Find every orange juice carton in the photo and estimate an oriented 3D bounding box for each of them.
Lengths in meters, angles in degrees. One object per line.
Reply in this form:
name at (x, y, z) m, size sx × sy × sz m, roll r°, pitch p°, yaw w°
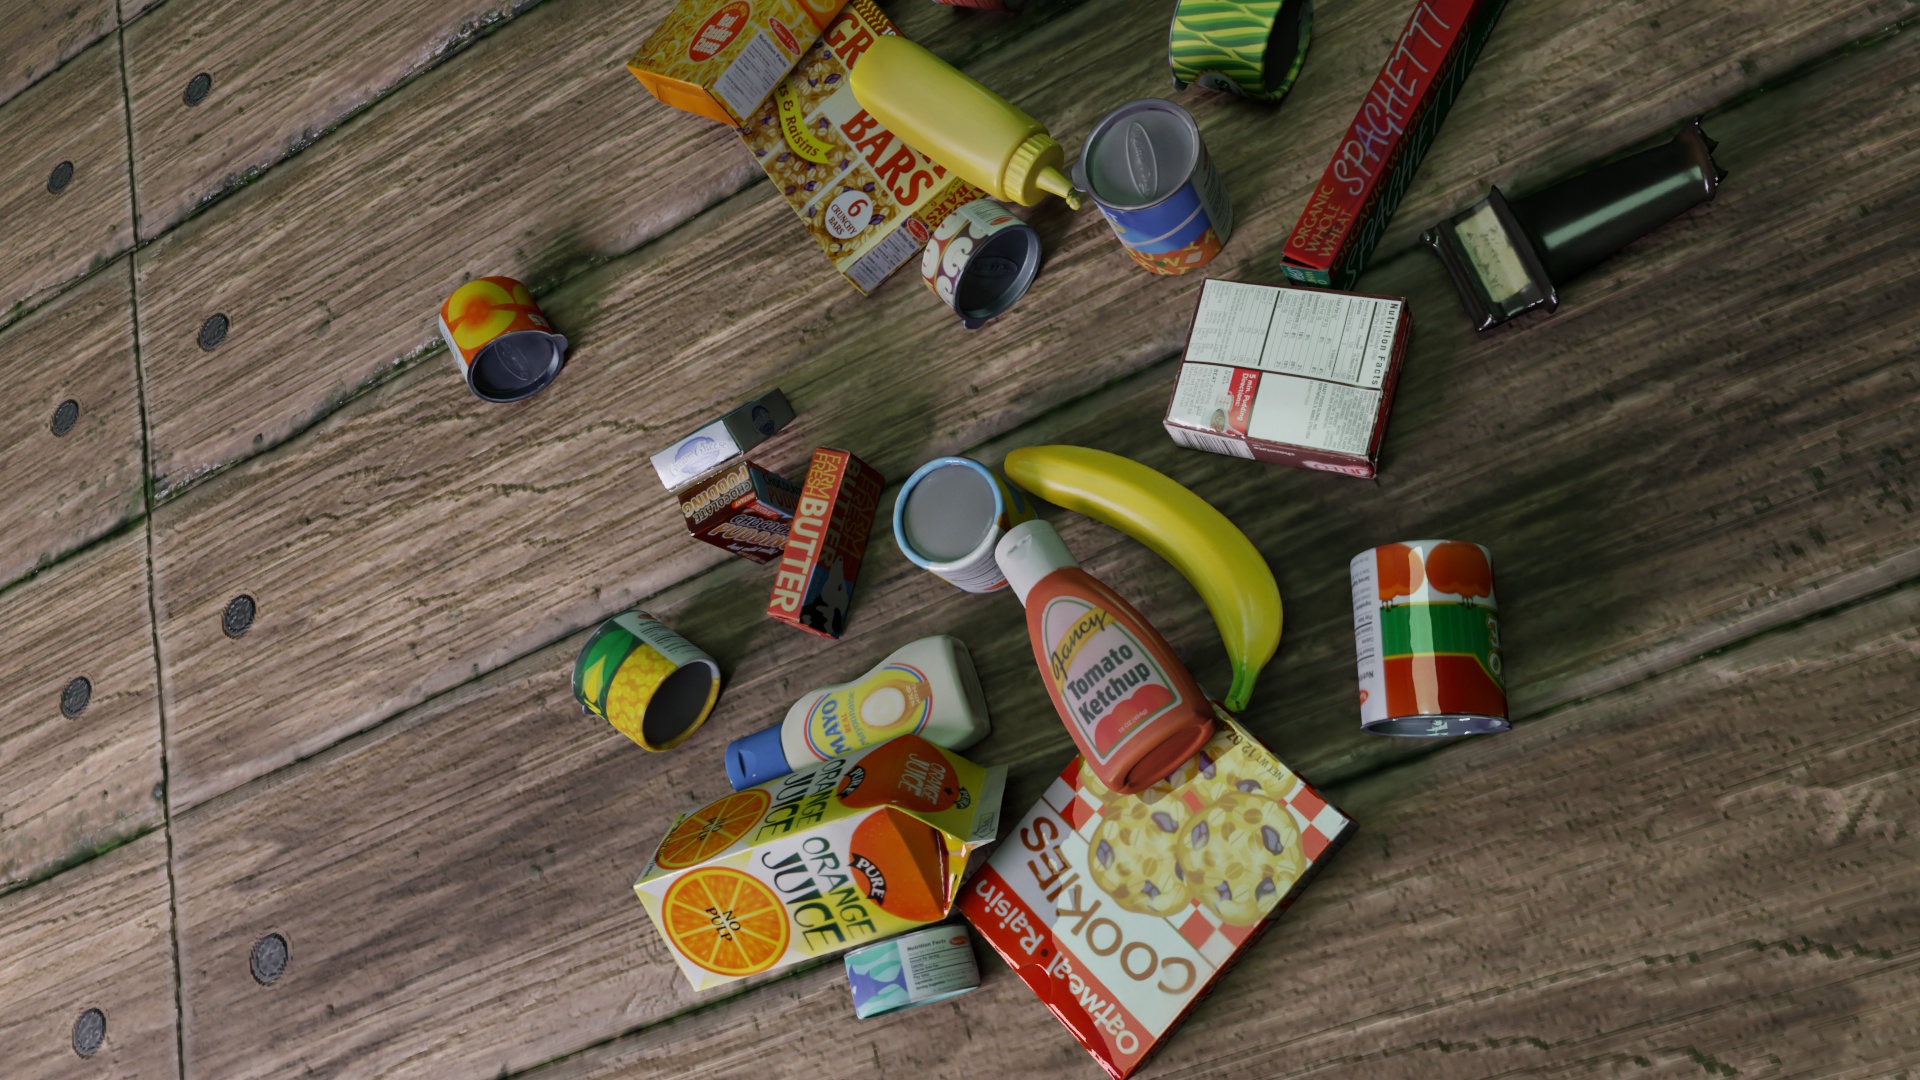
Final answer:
orange juice carton at (-0.064, 0.163, 0.728) m, size 0.192 × 0.072 × 0.073 m, roll -21°, pitch 107°, yaw 16°

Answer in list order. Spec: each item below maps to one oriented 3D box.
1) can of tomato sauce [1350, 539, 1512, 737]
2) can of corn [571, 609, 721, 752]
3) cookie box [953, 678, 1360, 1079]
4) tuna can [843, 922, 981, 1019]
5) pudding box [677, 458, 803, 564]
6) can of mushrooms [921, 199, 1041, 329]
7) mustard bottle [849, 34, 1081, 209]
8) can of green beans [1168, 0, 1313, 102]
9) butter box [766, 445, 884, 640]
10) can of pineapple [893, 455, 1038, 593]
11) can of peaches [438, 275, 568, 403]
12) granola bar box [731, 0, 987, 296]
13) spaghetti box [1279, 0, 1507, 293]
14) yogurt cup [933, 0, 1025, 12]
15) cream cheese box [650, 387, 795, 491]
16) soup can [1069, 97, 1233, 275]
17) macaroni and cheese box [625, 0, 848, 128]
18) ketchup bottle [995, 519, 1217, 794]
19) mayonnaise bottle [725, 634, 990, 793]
can of tomato sauce at (0.223, 0.048, 0.657) m, size 0.071 × 0.071 × 0.083 m, roll -6°, pitch 72°, yaw 22°
can of corn at (-0.186, 0.085, 0.821) m, size 0.058 × 0.071 × 0.071 m, roll 29°, pitch 88°, yaw 27°
cookie box at (0.094, 0.161, 0.692) m, size 0.123 × 0.040 × 0.167 m, roll 42°, pitch 94°, yaw 27°
tuna can at (-0.026, 0.222, 0.713) m, size 0.071 × 0.071 × 0.033 m, roll -22°, pitch 69°, yaw 16°
pudding box at (-0.121, -0.016, 0.813) m, size 0.049 × 0.083 × 0.030 m, roll -27°, pitch 69°, yaw 14°
can of mushrooms at (0.011, -0.161, 0.810) m, size 0.071 × 0.071 × 0.033 m, roll -48°, pitch 63°, yaw 4°
mustard bottle at (0.010, -0.230, 0.789) m, size 0.160 × 0.065 × 0.049 m, roll 38°, pitch 94°, yaw 21°
can of green beans at (0.158, -0.285, 0.782) m, size 0.058 × 0.071 × 0.071 m, roll 24°, pitch 86°, yaw 27°
butter box at (-0.077, 0.002, 0.806) m, size 0.024 × 0.053 × 0.103 m, roll 11°, pitch 80°, yaw 24°
can of pineapple at (0.003, -0.010, 0.772) m, size 0.071 × 0.058 × 0.071 m, roll -7°, pitch 73°, yaw 22°
can of peaches at (-0.309, -0.137, 0.940) m, size 0.071 × 0.071 × 0.058 m, roll -40°, pitch 63°, yaw 8°
granola bar box at (-0.061, -0.254, 0.882) m, size 0.124 × 0.039 × 0.166 m, roll -39°, pitch 64°, yaw 8°
spaghetti box at (0.244, -0.242, 0.742) m, size 0.029 × 0.050 × 0.250 m, roll 27°, pitch 87°, yaw 28°
yogurt cup at (0.015, -0.365, 0.869) m, size 0.054 × 0.072 × 0.072 m, roll 23°, pitch 85°, yaw 19°
cream cheese box at (-0.140, -0.061, 0.828) m, size 0.053 × 0.104 × 0.024 m, roll -25°, pitch 100°, yaw 17°
soup can at (0.107, -0.192, 0.767) m, size 0.071 × 0.083 × 0.071 m, roll -7°, pitch 72°, yaw 22°
macaroni and cheese box at (-0.131, -0.353, 0.913) m, size 0.166 × 0.040 × 0.124 m, roll -52°, pitch 43°, yaw -6°
ketchup bottle at (0.065, 0.052, 0.697) m, size 0.064 × 0.043 × 0.149 m, roll -40°, pitch 52°, yaw 10°
mayonnaise bottle at (-0.060, 0.105, 0.774) m, size 0.148 × 0.041 × 0.065 m, roll -23°, pitch 70°, yaw 15°
